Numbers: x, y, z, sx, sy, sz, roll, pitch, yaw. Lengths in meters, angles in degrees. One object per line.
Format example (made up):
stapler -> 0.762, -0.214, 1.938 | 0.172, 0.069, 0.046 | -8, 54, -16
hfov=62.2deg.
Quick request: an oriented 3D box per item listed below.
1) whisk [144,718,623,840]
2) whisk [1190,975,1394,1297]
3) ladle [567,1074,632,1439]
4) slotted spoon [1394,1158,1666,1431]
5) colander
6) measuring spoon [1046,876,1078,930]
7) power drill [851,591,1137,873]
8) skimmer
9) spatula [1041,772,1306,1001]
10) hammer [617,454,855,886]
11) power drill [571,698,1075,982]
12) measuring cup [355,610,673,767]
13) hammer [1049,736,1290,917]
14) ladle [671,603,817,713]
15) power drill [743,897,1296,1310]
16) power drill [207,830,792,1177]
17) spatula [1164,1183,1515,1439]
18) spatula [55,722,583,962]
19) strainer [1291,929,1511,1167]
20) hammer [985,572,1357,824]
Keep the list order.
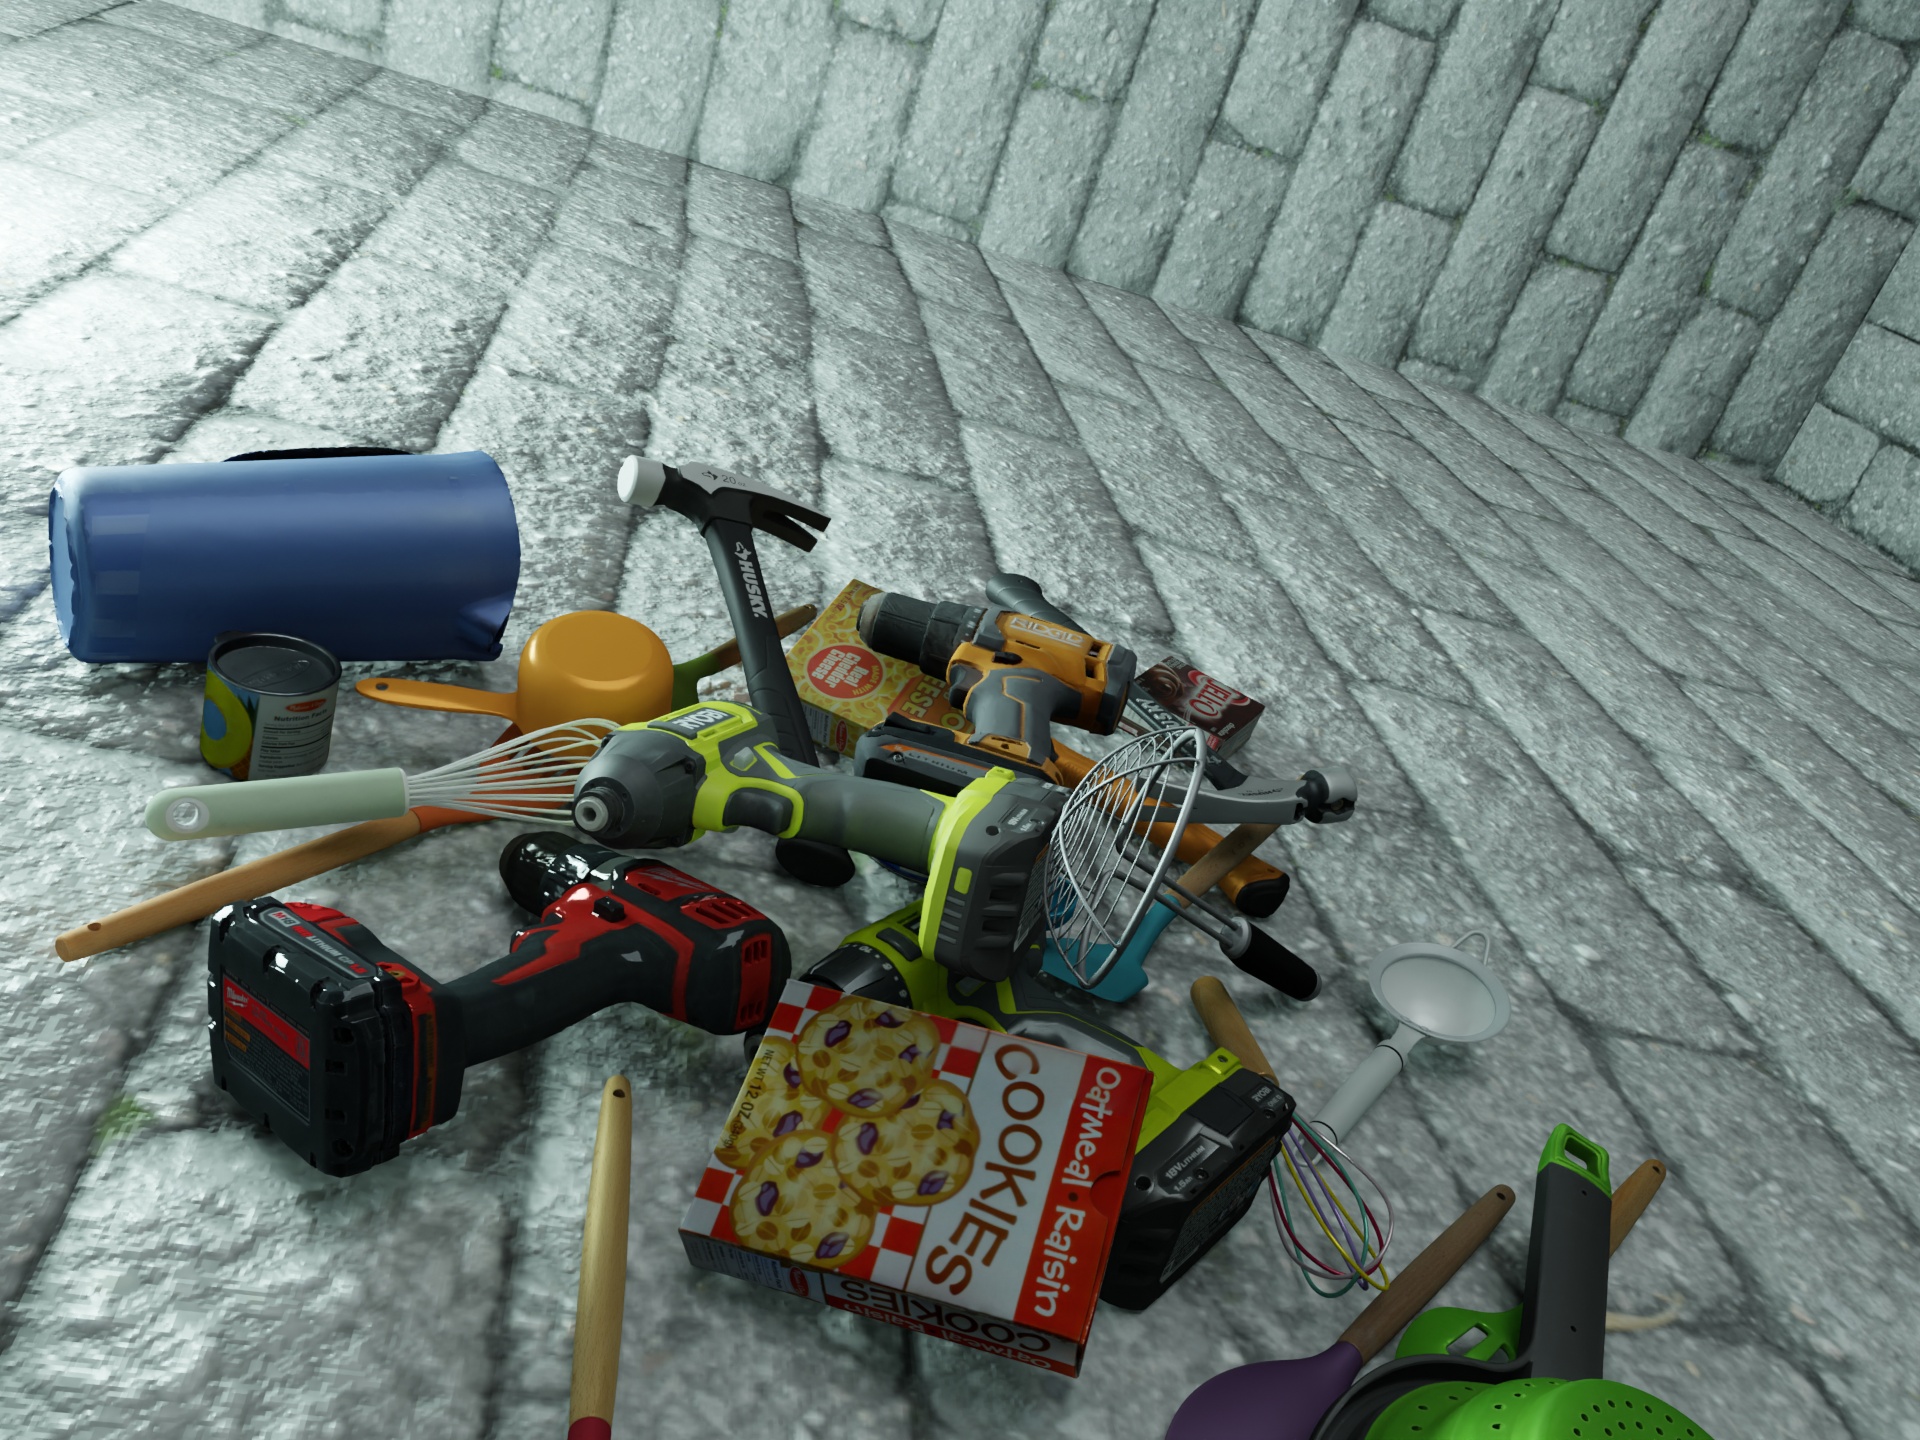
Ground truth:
whisk -> -0.274, 0.035, 0.802 | 0.246, 0.058, 0.059 | -5, 6, -30
whisk -> 0.166, 0.209, 0.831 | 0.047, 0.051, 0.245 | 12, 21, -15
ladle -> -0.136, 0.239, 0.588 | 0.069, 0.031, 0.316 | 15, 25, -16
slotted spoon -> 0.306, 0.282, 0.807 | 0.313, 0.031, 0.070 | -12, 53, -50
colander -> 0.264, 0.279, 0.651 | 0.204, 0.094, 0.397 | 32, 34, 6
measuring spoon -> 0.042, 0.088, 0.950 | 0.042, 0.021, 0.129 | -5, 27, -5
power drill -> -0.002, -0.003, 0.974 | 0.185, 0.084, 0.226 | 18, 35, 9
skimmer -> 0.143, 0.107, 0.818 | 0.090, 0.127, 0.362 | 17, -11, 37
spatula -> 0.148, 0.095, 0.994 | 0.082, 0.044, 0.317 | 22, 37, 33
hammer -> -0.120, -0.038, 1.011 | 0.146, 0.035, 0.335 | 9, 45, -34
power drill -> -0.067, 0.051, 0.780 | 0.223, 0.080, 0.171 | 15, 13, 12
measuring cup -> -0.246, -0.026, 0.889 | 0.173, 0.052, 0.095 | 6, 41, -16
hammer -> 0.083, 0.034, 1.118 | 0.337, 0.034, 0.127 | 32, 30, 23
ladle -> -0.163, -0.033, 1.084 | 0.078, 0.062, 0.320 | 24, 20, 9
power drill -> 0.026, 0.172, 0.773 | 0.229, 0.080, 0.190 | 33, 34, 29
power drill -> -0.214, 0.106, 0.718 | 0.188, 0.080, 0.226 | 19, 20, 38
spatula -> 0.190, 0.281, 0.739 | 0.060, 0.018, 0.316 | 39, 33, 28
spatula -> -0.301, 0.052, 0.815 | 0.081, 0.041, 0.322 | 33, 30, 22
strainer -> 0.251, 0.193, 0.926 | 0.087, 0.050, 0.258 | 27, 32, 28
hammer -> 0.111, -0.026, 1.160 | 0.149, 0.036, 0.409 | -3, 26, -24
